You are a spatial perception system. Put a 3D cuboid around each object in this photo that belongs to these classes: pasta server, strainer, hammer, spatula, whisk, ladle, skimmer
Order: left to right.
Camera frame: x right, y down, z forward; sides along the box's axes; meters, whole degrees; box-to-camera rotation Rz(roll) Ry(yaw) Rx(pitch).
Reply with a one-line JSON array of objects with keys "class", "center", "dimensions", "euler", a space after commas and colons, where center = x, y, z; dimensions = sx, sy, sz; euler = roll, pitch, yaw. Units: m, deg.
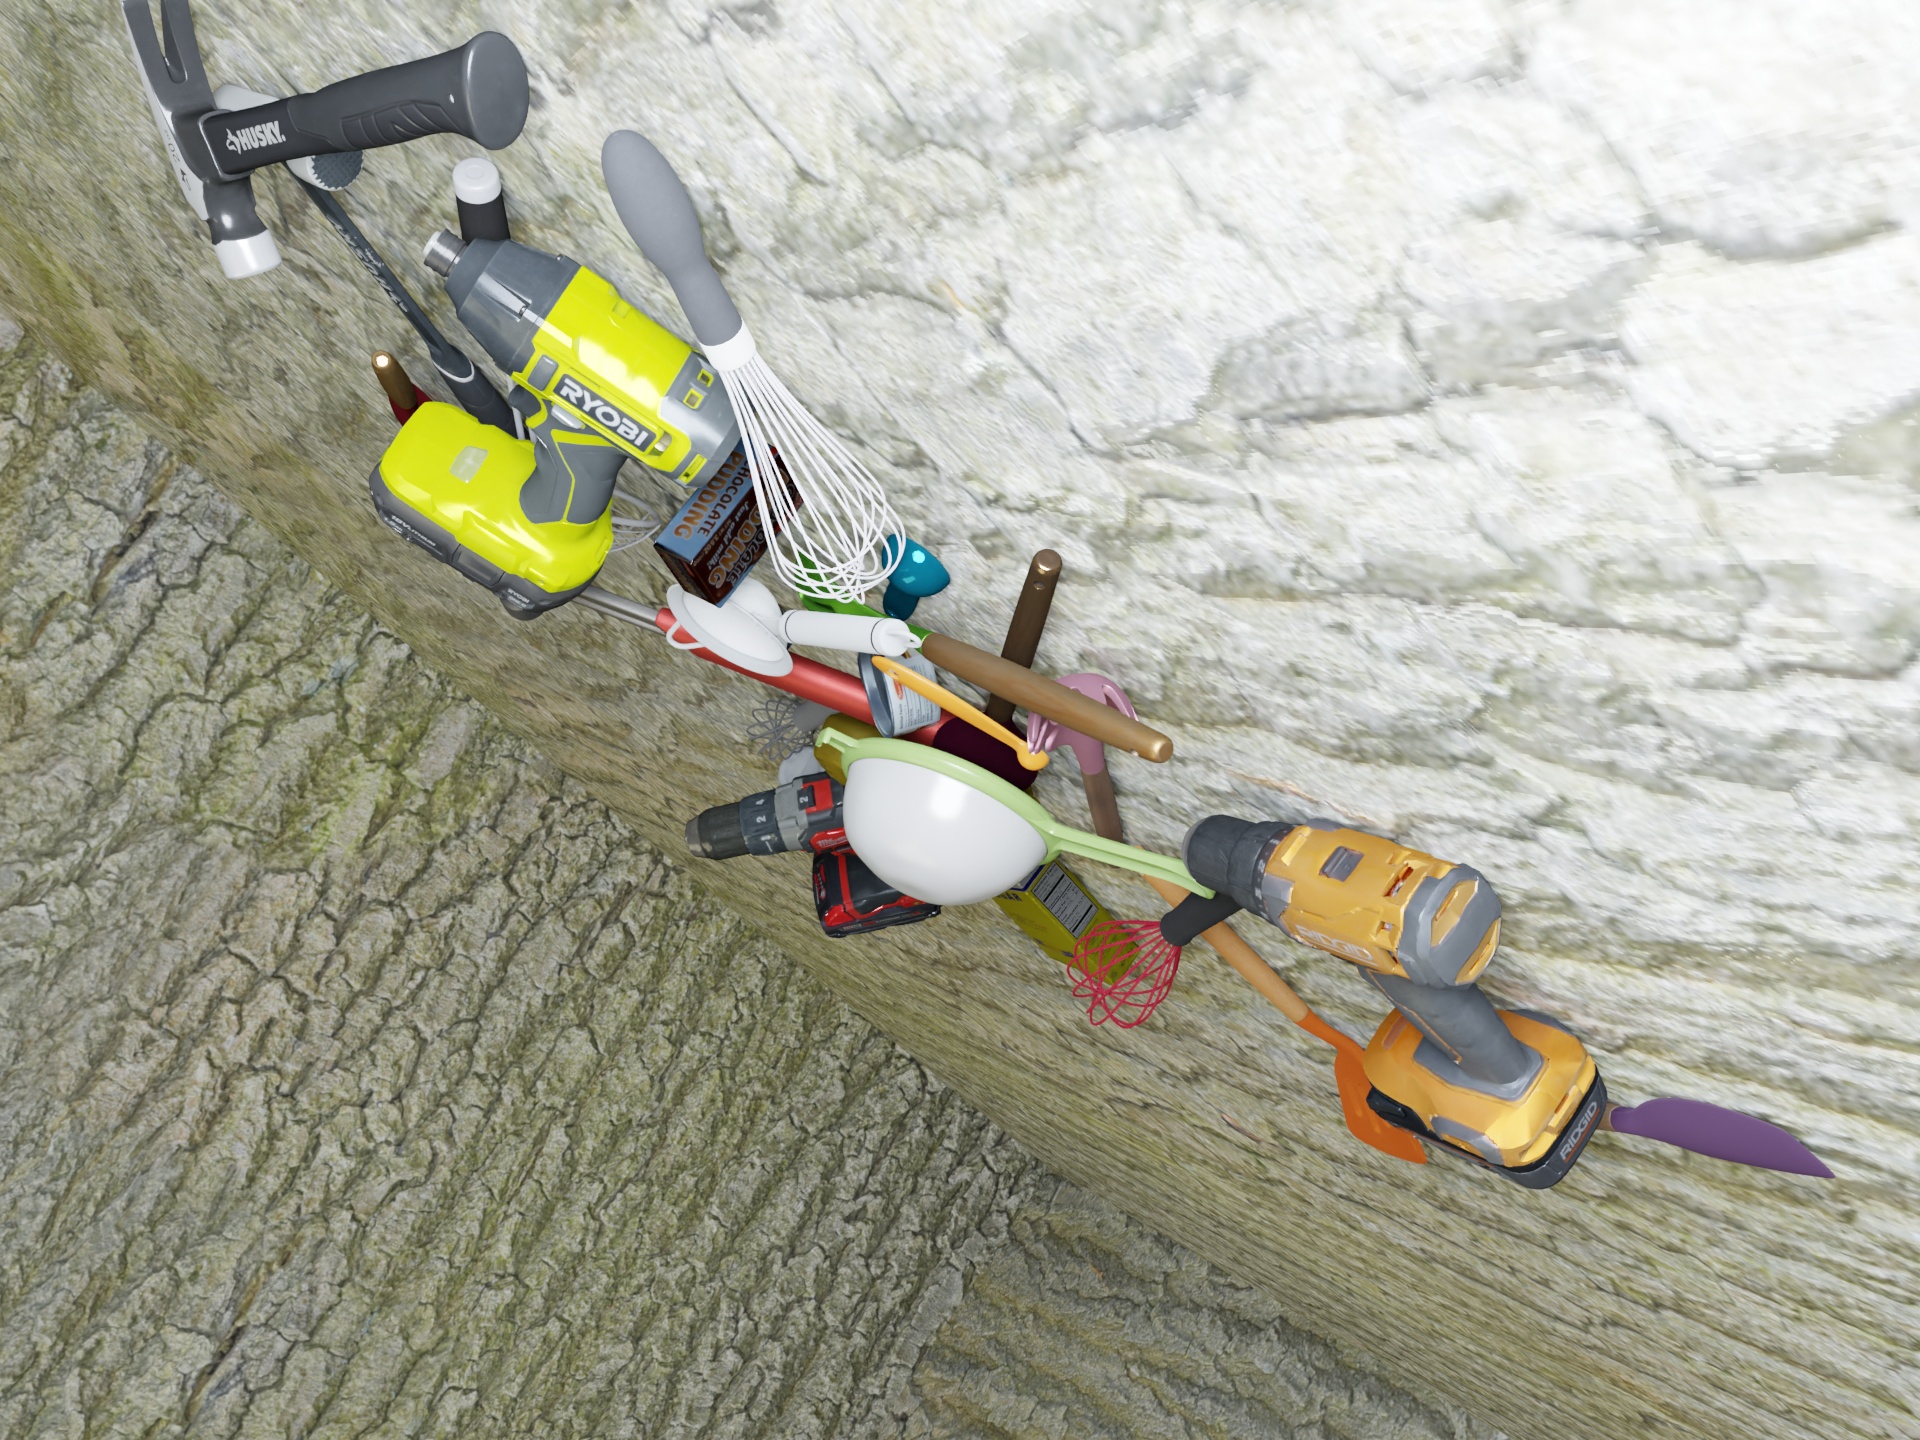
[{"class": "hammer", "center": [-0.309, -0.294, 0.767], "dimensions": [0.335, 0.035, 0.146], "euler": [12, 126, 43]}, {"class": "ladle", "center": [-0.381, -0.224, 1.092], "dimensions": [0.069, 0.031, 0.315], "euler": [51, 171, -12]}, {"class": "hammer", "center": [-0.348, -0.249, 1.046], "dimensions": [0.149, 0.036, 0.408], "euler": [30, 164, 26]}, {"class": "skimmer", "center": [-0.247, -0.210, 0.946], "dimensions": [0.127, 0.090, 0.363], "euler": [23, 153, 4]}, {"class": "hammer", "center": [-0.149, -0.049, 1.028], "dimensions": [0.359, 0.037, 0.149], "euler": [21, 162, 4]}, {"class": "whisk", "center": [-0.097, -0.152, 0.747], "dimensions": [0.070, 0.070, 0.284], "euler": [25, 157, 36]}, {"class": "strainer", "center": [-0.093, -0.054, 0.890], "dimensions": [0.086, 0.050, 0.258], "euler": [44, 161, -31]}, {"class": "whisk", "center": [-0.124, -0.005, 1.259], "dimensions": [0.055, 0.055, 0.239], "euler": [40, 160, -11]}, {"class": "strainer", "center": [0.028, 0.087, 0.963], "dimensions": [0.256, 0.069, 0.151], "euler": [14, 157, 29]}, {"class": "pasta server", "center": [0.083, 0.042, 0.951], "dimensions": [0.060, 0.040, 0.316], "euler": [-12, 156, 5]}, {"class": "whisk", "center": [0.133, 0.140, 1.030], "dimensions": [0.073, 0.073, 0.295], "euler": [36, 152, 2]}, {"class": "spatula", "center": [0.217, 0.198, 1.107], "dimensions": [0.322, 0.041, 0.081], "euler": [44, 163, -21]}, {"class": "spatula", "center": [0.361, 0.226, 0.918], "dimensions": [0.059, 0.018, 0.316], "euler": [40, 163, -9]}]

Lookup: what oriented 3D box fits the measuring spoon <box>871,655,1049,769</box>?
[{"class": "measuring spoon", "center": [-0.001, -0.003, 0.903], "dimensions": [0.117, 0.011, 0.021], "euler": [31, 158, -5]}]

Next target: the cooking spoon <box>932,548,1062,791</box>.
[{"class": "cooking spoon", "center": [0.025, -0.015, 0.887], "dimensions": [0.069, 0.017, 0.318], "euler": [20, 157, 2]}]

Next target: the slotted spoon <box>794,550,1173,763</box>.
[{"class": "slotted spoon", "center": [-0.001, -0.033, 0.838], "dimensions": [0.314, 0.031, 0.070], "euler": [27, 163, 48]}]

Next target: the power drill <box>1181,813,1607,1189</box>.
[{"class": "power drill", "center": [0.225, 0.137, 0.847], "dimensions": [0.185, 0.084, 0.226], "euler": [15, 150, 54]}]

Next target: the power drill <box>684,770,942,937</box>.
[{"class": "power drill", "center": [-0.114, 0.110, 1.345], "dimensions": [0.188, 0.080, 0.226], "euler": [-13, 153, 6]}]

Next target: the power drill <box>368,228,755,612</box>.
[{"class": "power drill", "center": [-0.230, -0.158, 0.855], "dimensions": [0.171, 0.080, 0.223], "euler": [33, 145, -18]}]

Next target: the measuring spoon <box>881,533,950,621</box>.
[{"class": "measuring spoon", "center": [-0.035, -0.071, 0.904], "dimensions": [0.042, 0.021, 0.128], "euler": [37, 164, 0]}]
